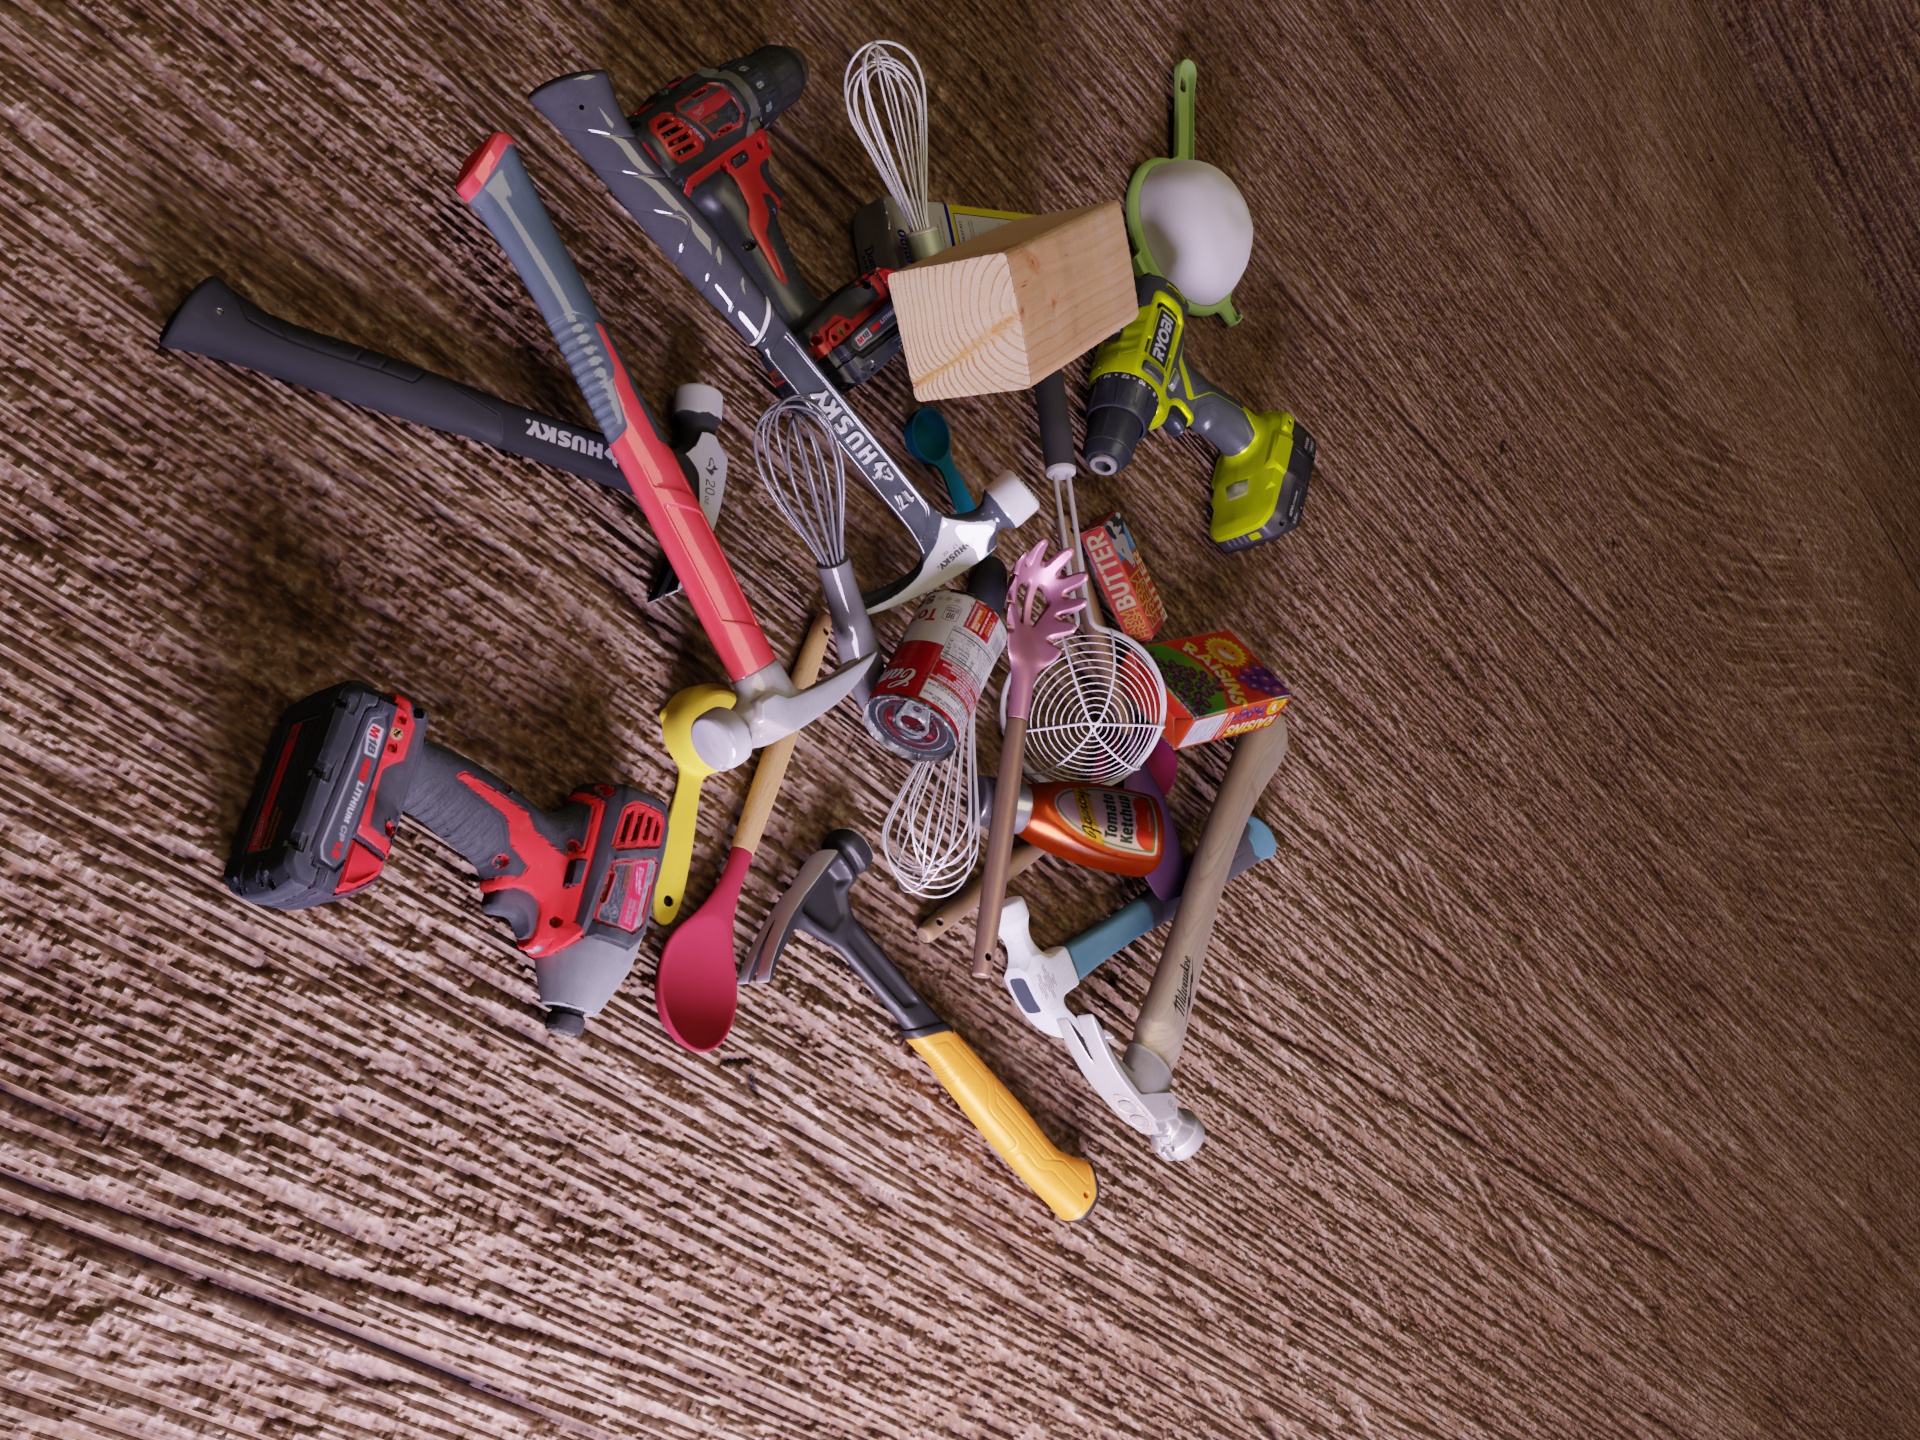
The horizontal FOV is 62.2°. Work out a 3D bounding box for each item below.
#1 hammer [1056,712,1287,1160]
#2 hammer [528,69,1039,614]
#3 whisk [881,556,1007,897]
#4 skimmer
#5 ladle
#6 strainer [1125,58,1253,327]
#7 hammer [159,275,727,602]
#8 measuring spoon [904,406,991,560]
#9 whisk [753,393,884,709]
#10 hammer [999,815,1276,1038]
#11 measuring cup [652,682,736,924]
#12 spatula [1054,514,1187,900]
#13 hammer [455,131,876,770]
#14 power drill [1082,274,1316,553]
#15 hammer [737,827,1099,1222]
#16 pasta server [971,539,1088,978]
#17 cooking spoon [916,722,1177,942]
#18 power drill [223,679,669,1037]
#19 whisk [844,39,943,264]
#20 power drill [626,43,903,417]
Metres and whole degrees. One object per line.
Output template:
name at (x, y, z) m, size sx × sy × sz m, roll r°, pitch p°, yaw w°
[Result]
hammer at (0.183, 0.125, 1.229) m, size 0.146 × 0.038 × 0.411 m, roll 51°, pitch 44°, yaw -25°
hammer at (-0.119, -0.234, 1.010) m, size 0.149 × 0.036 × 0.408 m, roll -40°, pitch 120°, yaw 3°
whisk at (-0.003, -0.004, 1.131) m, size 0.070 × 0.070 × 0.285 m, roll 35°, pitch 52°, yaw -32°
skimmer at (0.081, -0.127, 1.245) m, size 0.127 × 0.090 × 0.364 m, roll -3°, pitch 66°, yaw -6°
ladle at (-0.131, 0.060, 1.011) m, size 0.069 × 0.031 × 0.316 m, roll 45°, pitch 50°, yaw -41°
strainer at (0.225, -0.500, 1.455) m, size 0.151 × 0.069 × 0.256 m, roll 14°, pitch 72°, yaw -41°
hammer at (-0.282, -0.172, 0.919) m, size 0.334 × 0.035 × 0.146 m, roll 15°, pitch 69°, yaw -40°
measuring spoon at (-0.011, -0.174, 1.194) m, size 0.042 × 0.021 × 0.128 m, roll -48°, pitch 122°, yaw -40°
whisk at (-0.084, -0.101, 1.039) m, size 0.055 × 0.055 × 0.238 m, roll -47°, pitch 135°, yaw -40°
hammer at (0.151, 0.146, 1.253) m, size 0.331 × 0.033 × 0.128 m, roll -24°, pitch 96°, yaw -44°
measuring cup at (-0.162, 0.049, 0.980) m, size 0.062 × 0.029 × 0.157 m, roll 26°, pitch 62°, yaw -37°
spatula at (0.122, -0.012, 1.254) m, size 0.059 × 0.018 × 0.316 m, roll -7°, pitch 79°, yaw -47°
hammer at (-0.182, -0.169, 0.962) m, size 0.143 × 0.038 × 0.386 m, roll -35°, pitch 103°, yaw -44°
power drill at (0.198, -0.245, 1.365) m, size 0.228 × 0.080 × 0.191 m, roll 35°, pitch 58°, yaw -30°
hammer at (-0.012, 0.232, 1.077) m, size 0.336 × 0.034 × 0.127 m, roll 52°, pitch 49°, yaw -22°
pasta server at (0.040, 0.024, 1.119) m, size 0.060 × 0.040 × 0.316 m, roll 17°, pitch 69°, yaw -23°
cooking spoon at (0.071, 0.083, 1.203) m, size 0.319 × 0.017 × 0.069 m, roll -34°, pitch 88°, yaw -43°
power drill at (-0.262, 0.078, 0.852) m, size 0.219 × 0.078 × 0.143 m, roll 29°, pitch 62°, yaw -39°
whisk at (-0.029, -0.355, 1.131) m, size 0.058 × 0.059 × 0.246 m, roll -53°, pitch 130°, yaw -65°
power drill at (-0.117, -0.346, 1.092) m, size 0.226 × 0.080 × 0.188 m, roll 52°, pitch 50°, yaw -17°
